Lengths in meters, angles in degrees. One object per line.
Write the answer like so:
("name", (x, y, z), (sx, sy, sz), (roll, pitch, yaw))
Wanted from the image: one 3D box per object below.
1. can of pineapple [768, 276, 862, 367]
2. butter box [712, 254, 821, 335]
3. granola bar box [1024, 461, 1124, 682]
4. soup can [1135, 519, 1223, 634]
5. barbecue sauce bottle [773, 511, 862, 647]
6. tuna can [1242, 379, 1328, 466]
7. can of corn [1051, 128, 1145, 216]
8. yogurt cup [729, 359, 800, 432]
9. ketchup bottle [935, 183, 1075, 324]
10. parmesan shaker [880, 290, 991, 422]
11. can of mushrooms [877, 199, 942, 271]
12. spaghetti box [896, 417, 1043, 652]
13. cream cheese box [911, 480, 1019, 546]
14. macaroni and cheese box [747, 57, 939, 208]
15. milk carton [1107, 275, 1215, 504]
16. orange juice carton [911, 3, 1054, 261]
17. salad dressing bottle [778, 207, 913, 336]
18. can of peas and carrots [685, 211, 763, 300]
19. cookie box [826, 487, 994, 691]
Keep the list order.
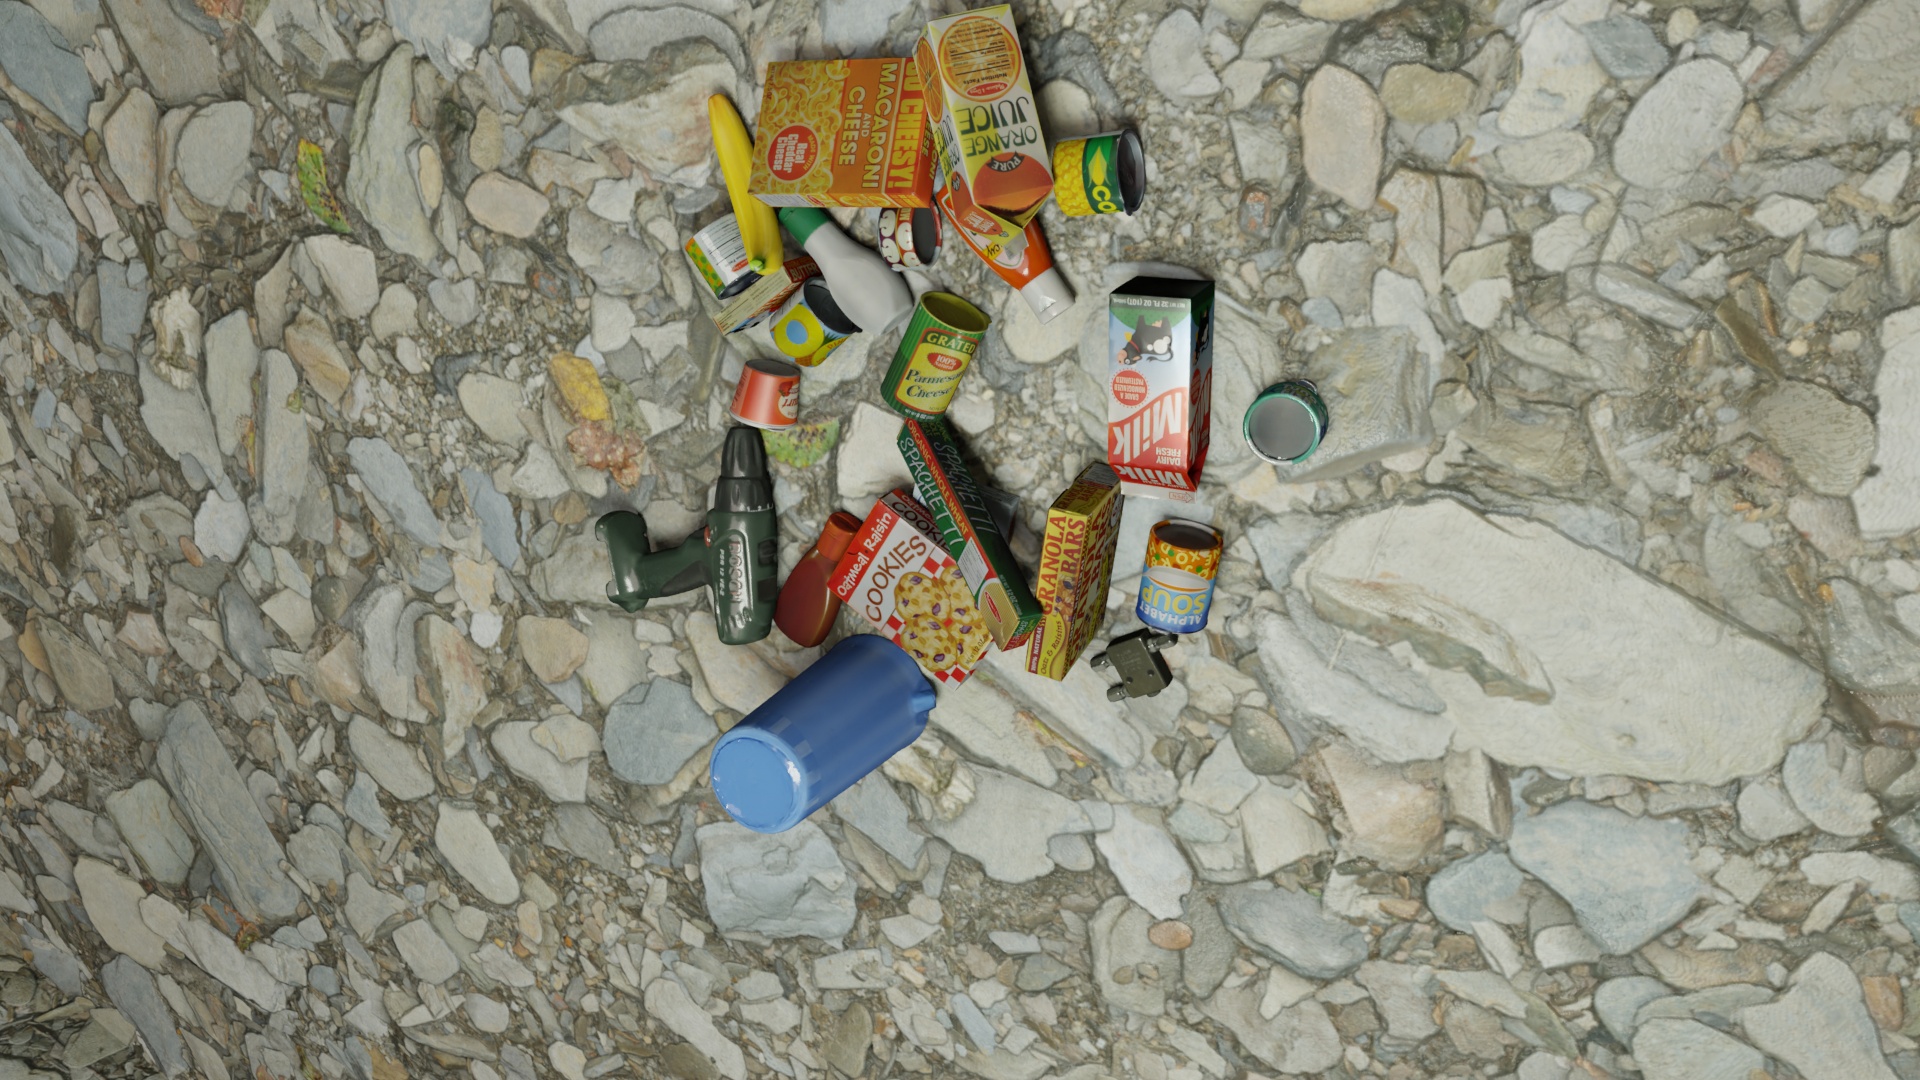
("can of pineapple", (-0.137, -0.204, 1.313), (0.057, 0.071, 0.071), (-37, 91, 34))
("butter box", (-0.186, -0.235, 1.333), (0.103, 0.053, 0.024), (-30, 93, 33))
("granola bar box", (0.105, 0.026, 1.252), (0.039, 0.125, 0.164), (16, 117, 18))
("soup can", (0.195, 0.033, 1.240), (0.071, 0.072, 0.083), (16, 117, 20))
("barbecue sauce bottle", (-0.144, 0.038, 1.432), (0.065, 0.044, 0.147), (39, 123, 19))
("tuna can", (0.274, -0.100, 1.167), (0.071, 0.033, 0.070), (11, 116, 23))
("can of corn", (0.114, -0.299, 1.143), (0.058, 0.071, 0.071), (1, 111, 28))
("yogurt cup", (-0.190, -0.145, 1.367), (0.072, 0.072, 0.053), (21, 111, 18))
("ketchup bottle", (0.045, -0.259, 1.211), (0.064, 0.044, 0.148), (-34, 94, 27))
("parmesan shaker", (-0.023, -0.167, 1.272), (0.071, 0.071, 0.102), (34, 123, 10))
("can of mushrooms", (-0.045, -0.275, 1.235), (0.033, 0.071, 0.070), (3, 112, 26))
("spaghetti box", (0.005, -0.016, 1.265), (0.251, 0.029, 0.050), (63, 146, 29))
("cream cheese box", (0.004, -0.032, 1.339), (0.104, 0.024, 0.053), (22, 118, 17))
("macaroni and cheese box", (-0.098, -0.356, 1.216), (0.166, 0.040, 0.123), (7, 86, 24))
("milk carton", (0.171, -0.123, 1.185), (0.072, 0.074, 0.189), (9, 115, 23))
("orange juice carton", (0.023, -0.328, 1.140), (0.073, 0.072, 0.192), (-16, 94, -11))
("salad dressing bottle", (-0.108, -0.258, 1.290), (0.147, 0.044, 0.064), (49, 124, 3))
("can of peas and carrots", (-0.221, -0.272, 1.329), (0.070, 0.071, 0.058), (-31, 94, 33))
("cookie box", (-0.034, 0.047, 1.344), (0.167, 0.040, 0.122), (39, 122, 9))
